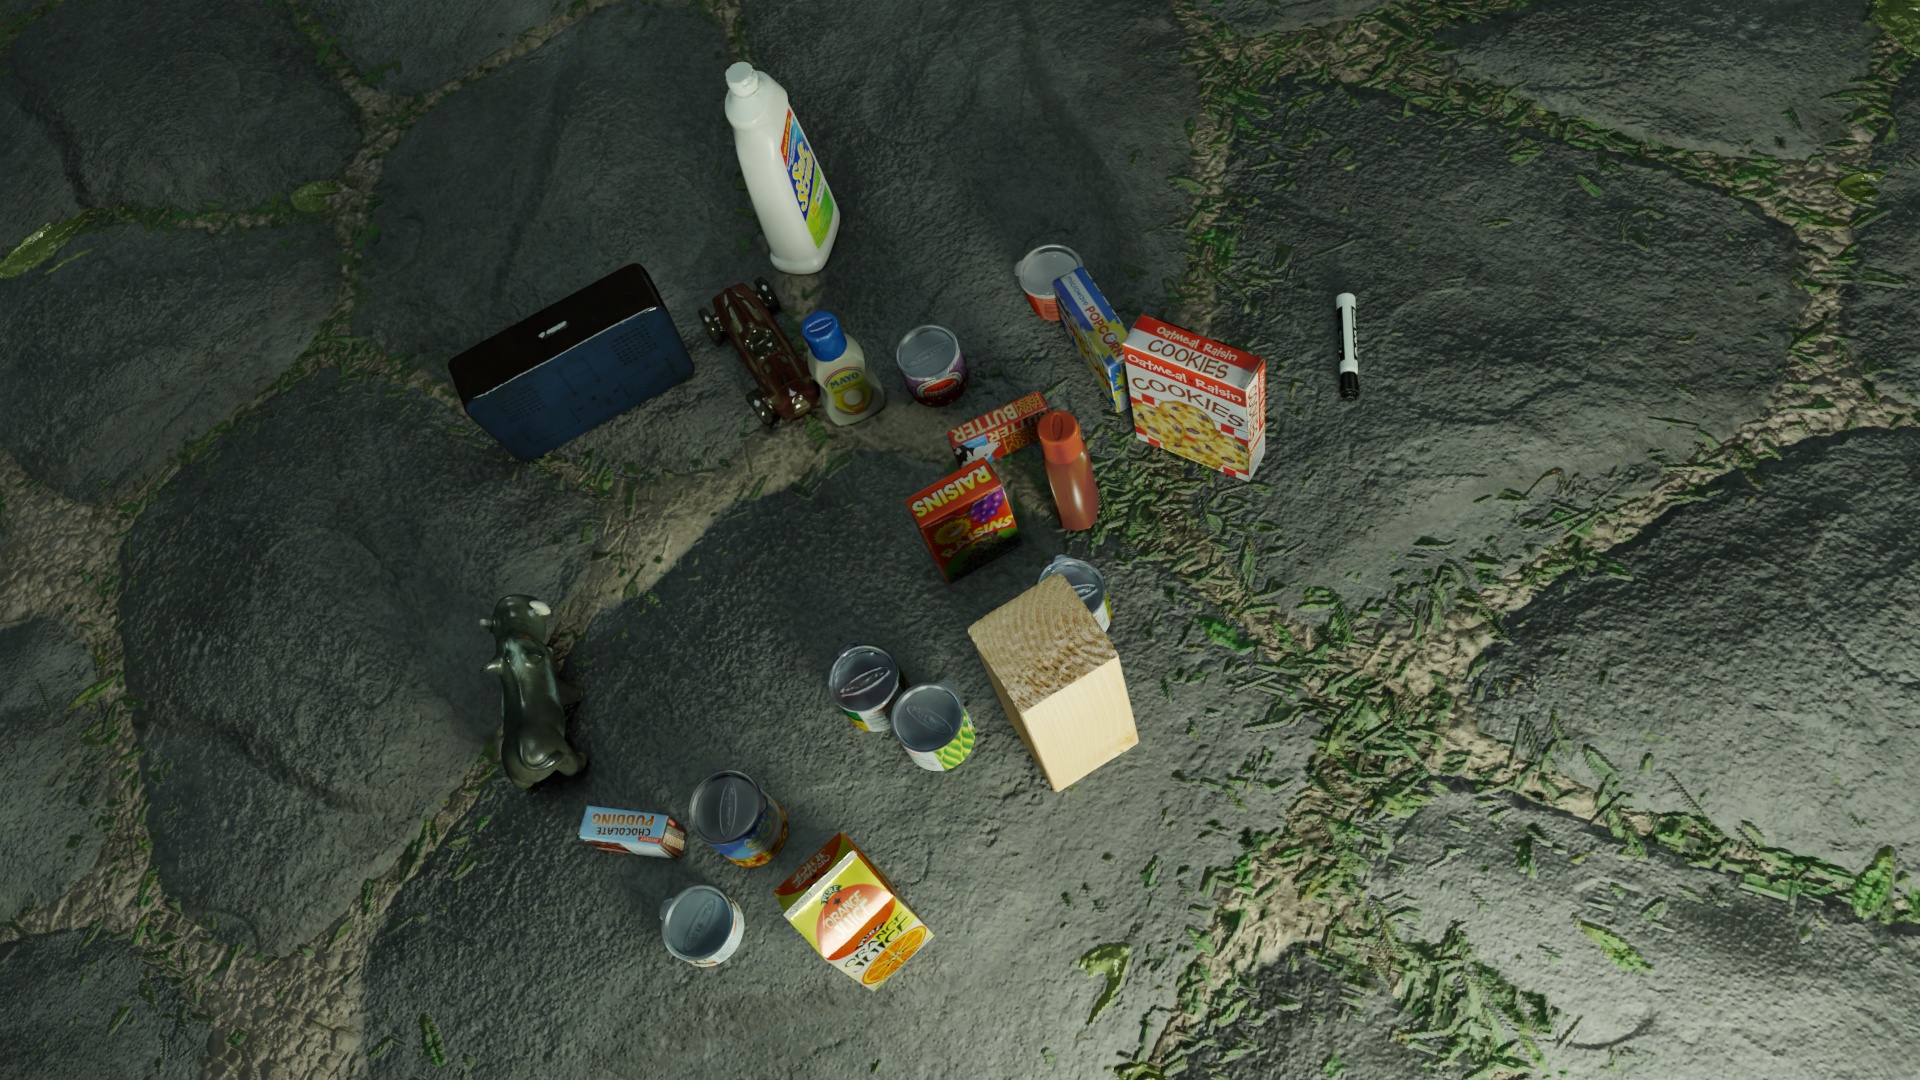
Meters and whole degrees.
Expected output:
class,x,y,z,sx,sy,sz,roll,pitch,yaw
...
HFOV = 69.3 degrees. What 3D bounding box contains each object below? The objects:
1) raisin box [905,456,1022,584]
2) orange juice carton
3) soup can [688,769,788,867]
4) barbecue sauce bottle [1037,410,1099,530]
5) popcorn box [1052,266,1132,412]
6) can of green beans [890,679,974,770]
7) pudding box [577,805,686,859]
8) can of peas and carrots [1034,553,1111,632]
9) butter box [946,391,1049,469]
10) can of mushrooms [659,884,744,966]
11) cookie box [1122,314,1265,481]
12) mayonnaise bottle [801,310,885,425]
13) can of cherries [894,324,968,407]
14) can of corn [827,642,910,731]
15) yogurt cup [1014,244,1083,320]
class,x,y,z,sx,sy,sz,roll,pitch,yaw
raisin box,0.005,-0.016,1.304,0.086,0.123,0.040,-28,61,-3
orange juice carton,-0.088,0.297,1.120,0.072,0.192,0.073,-41,62,-10
soup can,-0.193,0.248,1.231,0.071,0.083,0.071,-5,62,10
barbecue sauce bottle,0.100,-0.068,1.296,0.043,0.148,0.065,-4,63,10
popcorn box,0.140,-0.202,1.393,0.038,0.085,0.127,-27,61,-2
can of green beans,-0.024,0.168,1.251,0.071,0.057,0.071,-5,62,10
pudding box,-0.298,0.266,1.264,0.084,0.049,0.030,4,64,14
can of peas and carrots,0.103,0.056,1.282,0.071,0.058,0.071,-5,62,10
butter box,0.041,-0.108,1.384,0.103,0.053,0.024,-24,61,-1
can of mushrooms,-0.228,0.338,1.221,0.071,0.033,0.071,-5,62,10
cookie box,0.220,-0.131,1.292,0.123,0.166,0.040,24,71,22
mayonnaise bottle,-0.122,-0.174,1.399,0.065,0.147,0.041,-23,61,0
can of cherries,-0.028,-0.178,1.432,0.071,0.058,0.072,-5,62,10
can of corn,-0.084,0.135,1.281,0.071,0.058,0.071,-5,62,10
yogurt cup,0.098,-0.267,1.454,0.072,0.053,0.073,-5,62,10
